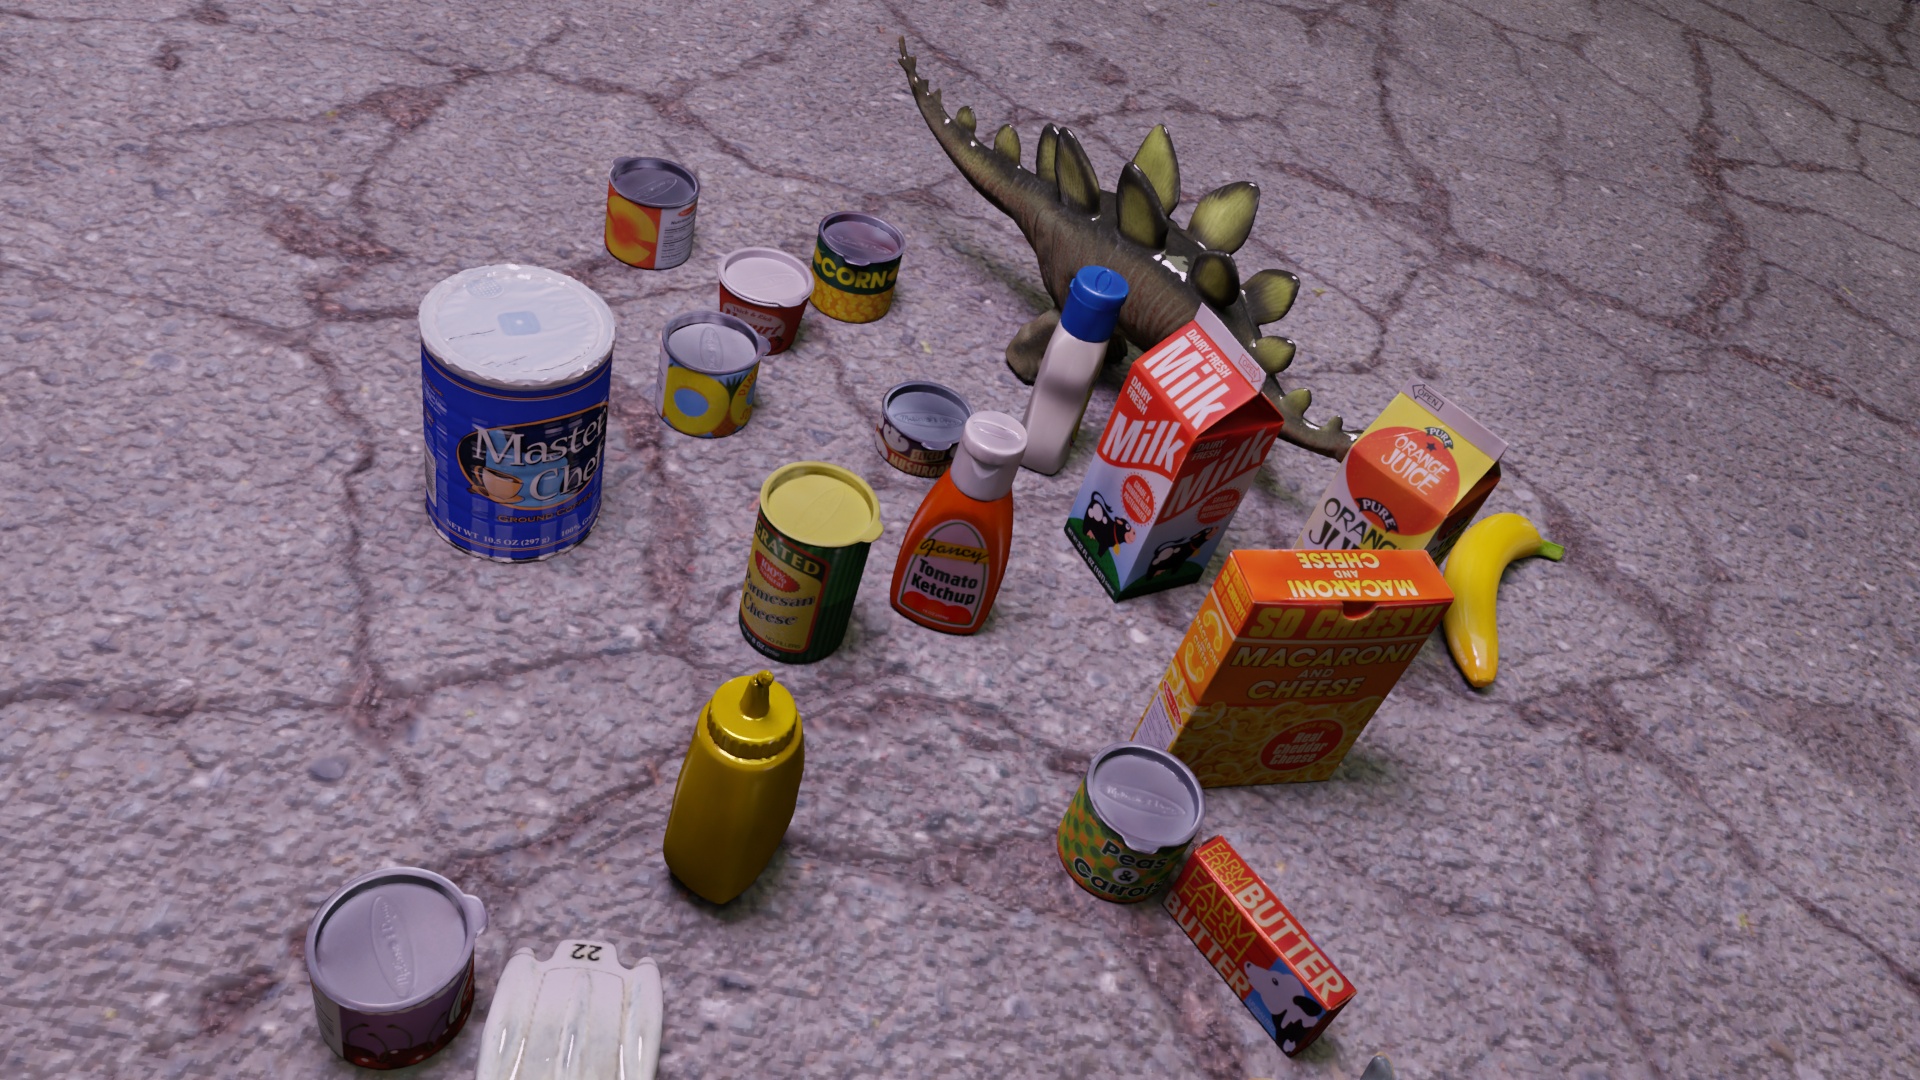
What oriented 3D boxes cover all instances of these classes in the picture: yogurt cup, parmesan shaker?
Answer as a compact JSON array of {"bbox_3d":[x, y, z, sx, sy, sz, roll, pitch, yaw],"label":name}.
[{"bbox_3d":[-0.143,-0.170,0.998,0.072,0.053,0.073,10,44,-9],"label":"yogurt cup"},{"bbox_3d":[-0.086,0.016,0.792,0.071,0.102,0.072,10,44,-9],"label":"parmesan shaker"}]

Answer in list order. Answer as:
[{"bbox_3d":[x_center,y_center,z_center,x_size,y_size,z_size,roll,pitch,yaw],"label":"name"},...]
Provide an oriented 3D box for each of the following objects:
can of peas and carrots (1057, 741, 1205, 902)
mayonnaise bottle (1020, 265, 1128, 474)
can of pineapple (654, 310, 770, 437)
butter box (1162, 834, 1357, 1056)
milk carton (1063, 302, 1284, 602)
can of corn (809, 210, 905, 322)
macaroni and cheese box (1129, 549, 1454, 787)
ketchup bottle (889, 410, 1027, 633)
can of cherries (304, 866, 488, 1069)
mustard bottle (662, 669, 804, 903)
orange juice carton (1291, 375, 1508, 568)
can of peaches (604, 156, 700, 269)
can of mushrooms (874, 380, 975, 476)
[{"bbox_3d":[0.091,0.153,0.745,0.071,0.058,0.071,10,44,-9],"label":"can of peas and carrots"},{"bbox_3d":[0.076,-0.117,0.950,0.041,0.147,0.065,21,43,2],"label":"mayonnaise bottle"},{"bbox_3d":[-0.167,-0.110,0.925,0.071,0.057,0.071,10,44,-9],"label":"can of pineapple"},{"bbox_3d":[0.151,0.207,0.715,0.024,0.052,0.104,-19,55,-34],"label":"butter box"},{"bbox_3d":[0.138,-0.054,0.876,0.074,0.189,0.072,-12,51,-29],"label":"milk carton"},{"bbox_3d":[-0.080,-0.205,1.052,0.071,0.058,0.071,10,44,-9],"label":"can of corn"},{"bbox_3d":[0.181,0.075,0.777,0.124,0.165,0.040,0,46,-19],"label":"macaroni and cheese box"},{"bbox_3d":[0.003,-0.010,0.816,0.065,0.148,0.044,19,43,0],"label":"ketchup bottle"},{"bbox_3d":[-0.241,0.184,0.599,0.071,0.058,0.072,10,44,-9],"label":"can of cherries"},{"bbox_3d":[-0.103,0.107,0.652,0.049,0.159,0.066,30,44,12],"label":"mustard bottle"},{"bbox_3d":[0.270,-0.011,0.877,0.073,0.191,0.072,-28,60,-38],"label":"orange juice carton"},{"bbox_3d":[-0.233,-0.246,1.041,0.071,0.057,0.071,10,44,-9],"label":"can of peaches"},{"bbox_3d":[-0.024,-0.075,0.957,0.071,0.033,0.071,10,44,-9],"label":"can of mushrooms"}]
